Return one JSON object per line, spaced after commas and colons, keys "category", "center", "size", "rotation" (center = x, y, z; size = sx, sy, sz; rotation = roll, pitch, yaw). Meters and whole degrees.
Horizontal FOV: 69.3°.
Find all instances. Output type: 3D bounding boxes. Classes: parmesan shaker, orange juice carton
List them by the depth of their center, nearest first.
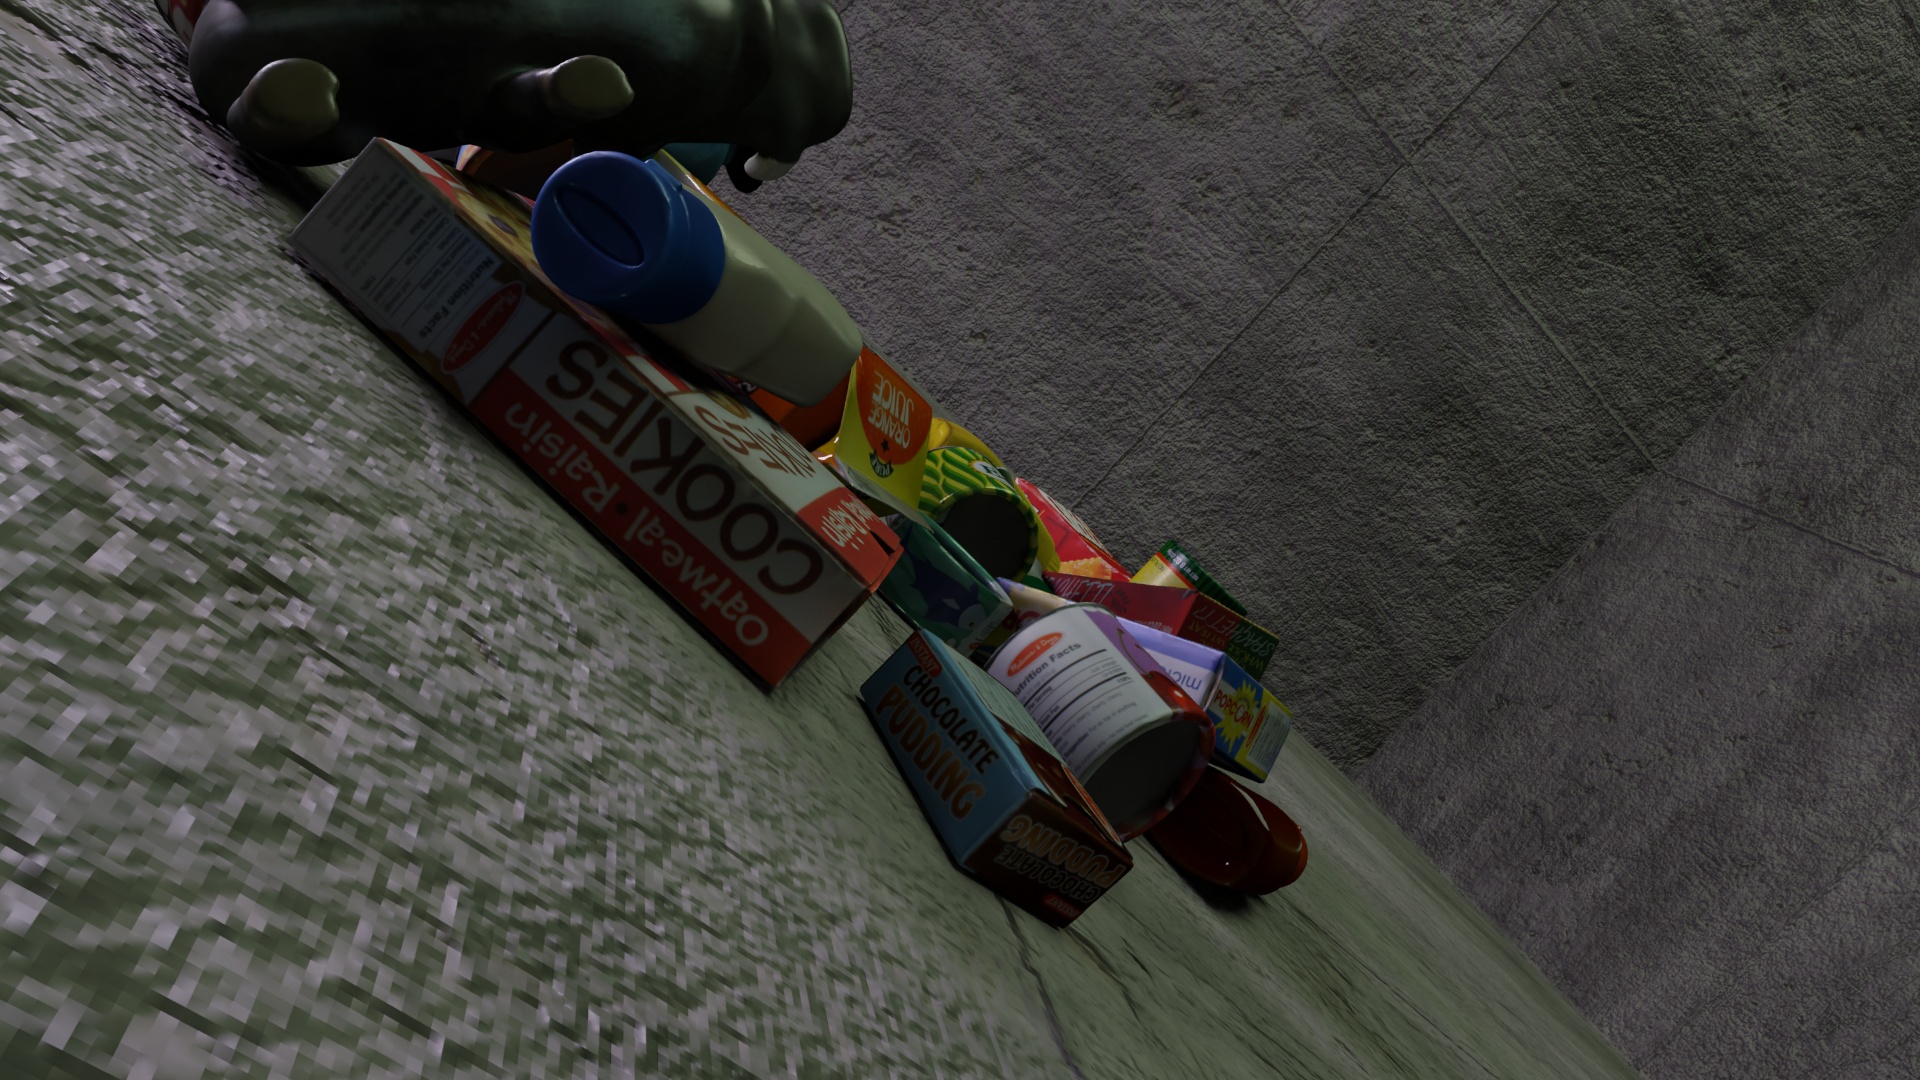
{"category": "orange juice carton", "center": [-0.082, -0.073, 0.579], "size": [0.193, 0.073, 0.071], "rotation": [47, 6, 29]}
{"category": "parmesan shaker", "center": [0.116, 0.056, 0.857], "size": [0.071, 0.103, 0.071], "rotation": [43, 5, -5]}

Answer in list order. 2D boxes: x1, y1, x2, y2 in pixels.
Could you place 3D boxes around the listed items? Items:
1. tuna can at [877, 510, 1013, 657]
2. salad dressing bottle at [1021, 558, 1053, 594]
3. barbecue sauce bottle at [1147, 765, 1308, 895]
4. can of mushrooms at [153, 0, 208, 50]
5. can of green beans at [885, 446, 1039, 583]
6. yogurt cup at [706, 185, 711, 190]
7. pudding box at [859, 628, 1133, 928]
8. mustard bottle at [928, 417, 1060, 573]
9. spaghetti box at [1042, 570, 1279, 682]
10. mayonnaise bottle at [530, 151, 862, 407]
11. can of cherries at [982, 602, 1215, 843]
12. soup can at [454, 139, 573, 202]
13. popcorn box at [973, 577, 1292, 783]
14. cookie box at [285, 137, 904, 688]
{"category": "tuna can", "center": [-0.012, 0.016, 0.608], "size": [0.071, 0.033, 0.071], "rotation": [43, 5, -5]}
{"category": "salad dressing bottle", "center": [0.022, 0.021, 0.771], "size": [0.064, 0.044, 0.148], "rotation": [34, 10, -24]}
{"category": "barbecue sauce bottle", "center": [0.132, 0.140, 0.653], "size": [0.065, 0.043, 0.148], "rotation": [39, 2, 30]}
{"category": "can of mushrooms", "center": [-0.210, -0.170, 0.427], "size": [0.033, 0.071, 0.071], "rotation": [47, 6, 24]}
{"category": "can of green beans", "center": [0.001, -0.008, 0.706], "size": [0.071, 0.071, 0.058], "rotation": [41, 6, -29]}
{"category": "yogurt cup", "center": [-0.182, -0.192, 0.826], "size": [0.072, 0.072, 0.054], "rotation": [42, 13, -17]}
{"category": "pudding box", "center": [0.008, 0.066, 0.398], "size": [0.049, 0.030, 0.084], "rotation": [41, 6, -37]}
{"category": "mustard bottle", "center": [0.021, -0.007, 0.880], "size": [0.160, 0.065, 0.049], "rotation": [45, 0, -30]}
{"category": "spaghetti box", "center": [0.084, 0.042, 0.741], "size": [0.050, 0.029, 0.250], "rotation": [30, -8, -15]}
{"category": "mayonnaise bottle", "center": [-0.073, -0.073, 0.397], "size": [0.065, 0.041, 0.148], "rotation": [42, 6, 8]}
{"category": "can of cherries", "center": [0.046, 0.066, 0.482], "size": [0.058, 0.071, 0.071], "rotation": [48, 7, 39]}
{"category": "soup can", "center": [-0.152, -0.130, 0.514], "size": [0.071, 0.071, 0.084], "rotation": [41, 6, -29]}
{"category": "popcorn box", "center": [0.076, 0.063, 0.628], "size": [0.127, 0.038, 0.085], "rotation": [18, -11, 38]}
{"category": "cookie box", "center": [-0.092, -0.037, 0.405], "size": [0.167, 0.040, 0.123], "rotation": [43, 5, -3]}
